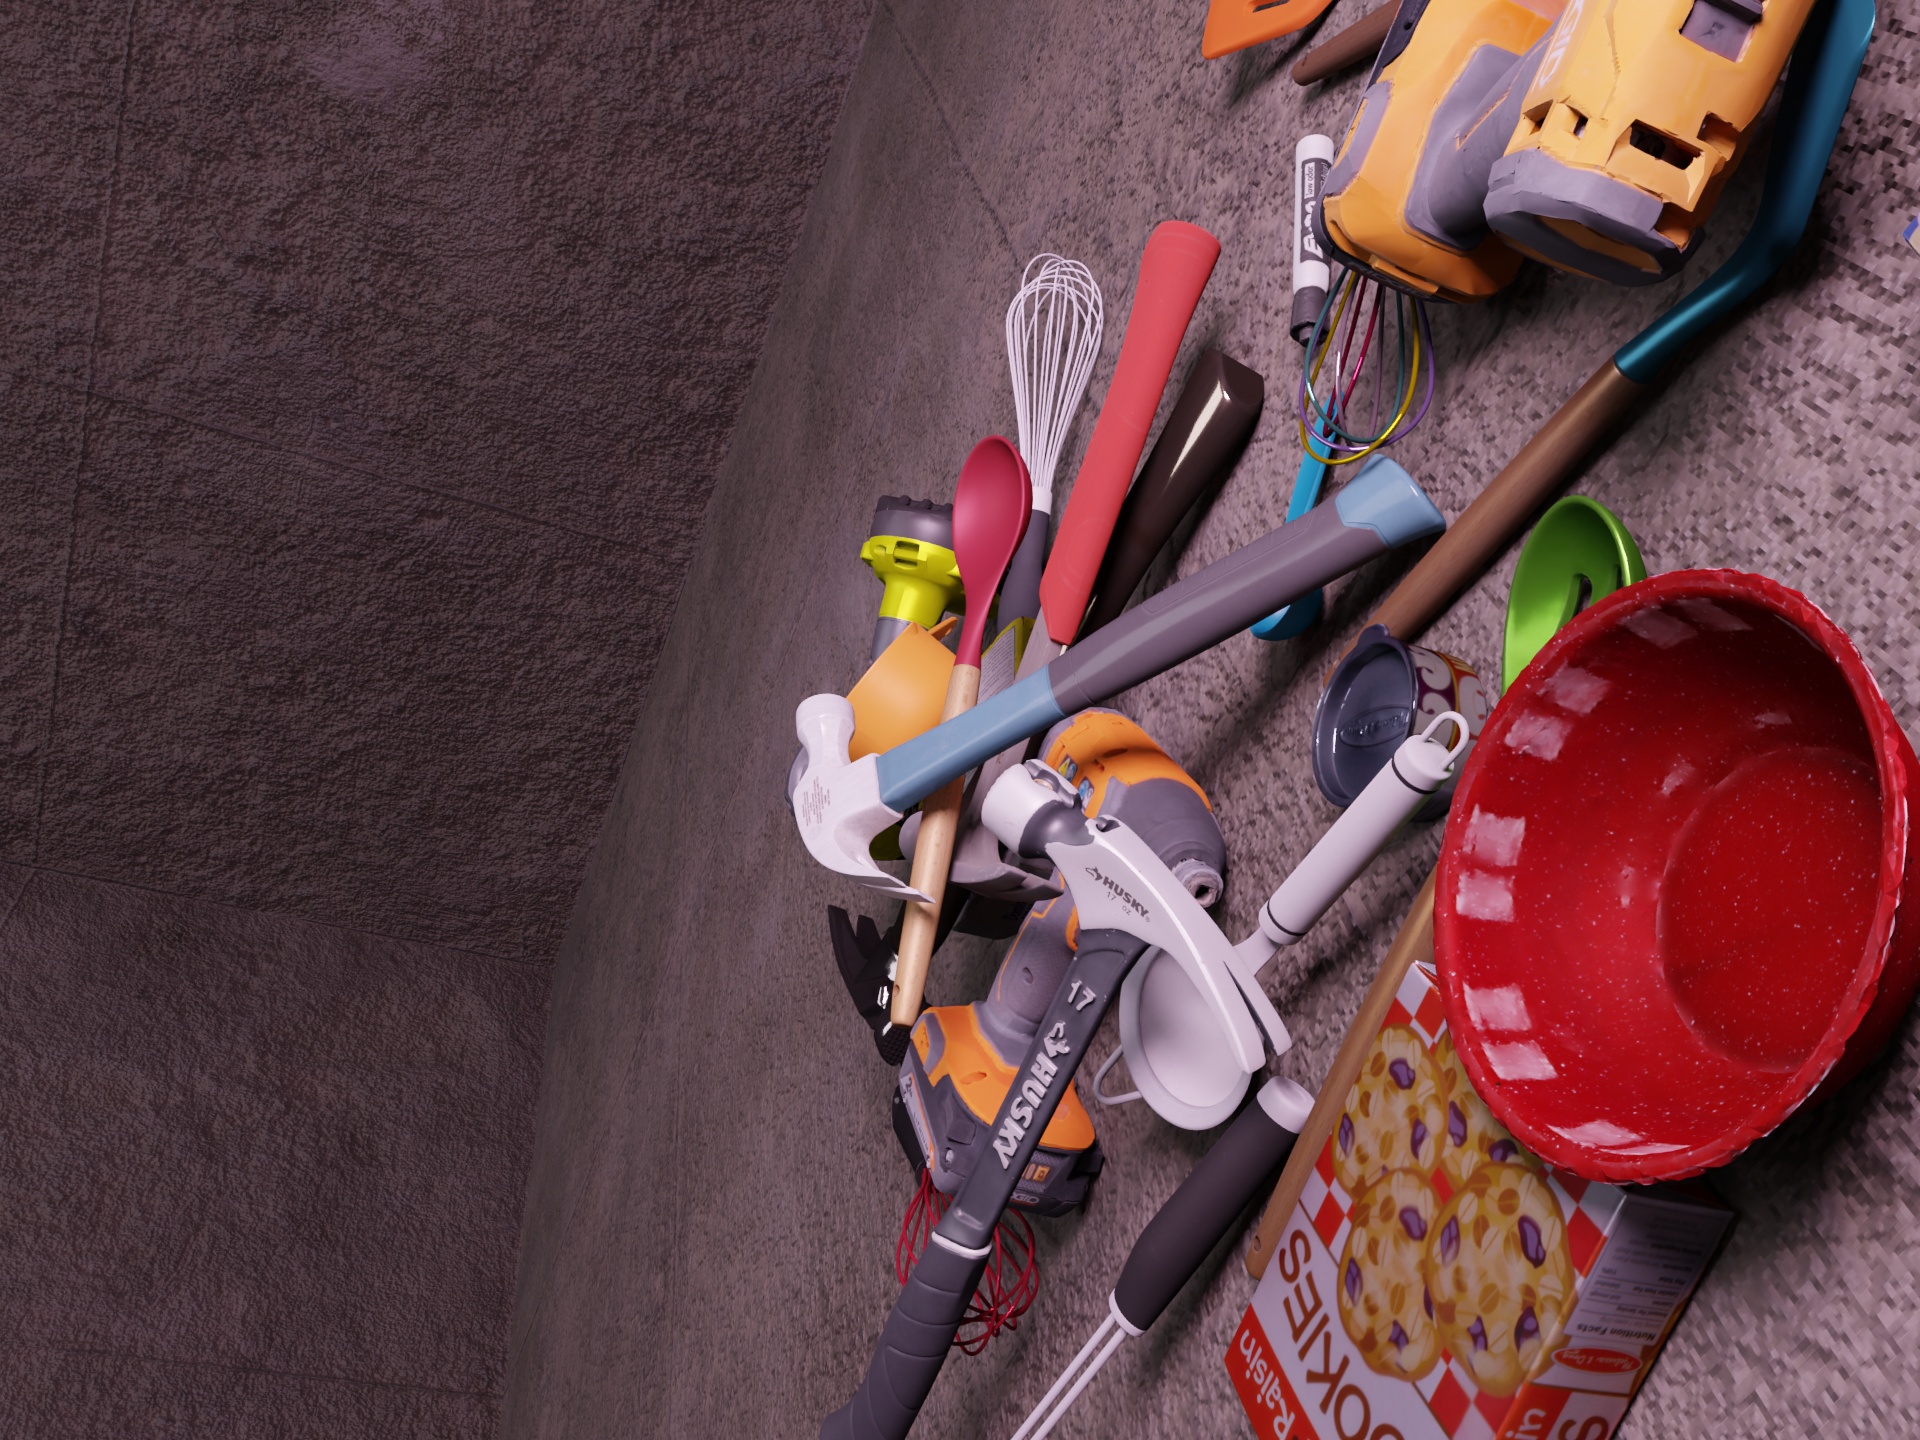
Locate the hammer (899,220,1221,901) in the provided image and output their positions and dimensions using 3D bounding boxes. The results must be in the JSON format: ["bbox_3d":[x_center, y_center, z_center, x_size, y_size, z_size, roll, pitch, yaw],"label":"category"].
[{"bbox_3d":[0.063,-0.085,0.799,0.149,0.036,0.359,3,71,68],"label":"hammer"}]

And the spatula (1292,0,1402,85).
[{"bbox_3d":[0.229,-0.329,0.687,0.316,0.018,0.060,-167,95,-71],"label":"spatula"}]

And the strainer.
[{"bbox_3d":[0.123,0.082,0.610,0.258,0.050,0.087,-62,39,45],"label":"strainer"}]

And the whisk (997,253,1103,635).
[{"bbox_3d":[0.053,-0.173,1.045,0.070,0.070,0.285,157,121,-68],"label":"whisk"}]

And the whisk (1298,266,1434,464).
[{"bbox_3d":[0.177,-0.208,0.683,0.047,0.051,0.245,127,160,-60],"label":"whisk"}]

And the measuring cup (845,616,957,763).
[{"bbox_3d":[-0.018,-0.018,0.915,0.095,0.052,0.174,-52,-4,28],"label":"measuring cup"}]

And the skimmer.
[{"bbox_3d":[0.062,0.299,0.680,0.363,0.090,0.127,-58,28,18],"label":"skimmer"}]

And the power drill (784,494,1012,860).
[{"bbox_3d":[-0.032,-0.017,1.065,0.190,0.080,0.228,41,-116,-68],"label":"power drill"}]

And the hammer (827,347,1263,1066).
[{"bbox_3d":[0.042,-0.014,0.873,0.410,0.038,0.146,-61,26,13],"label":"hammer"}]

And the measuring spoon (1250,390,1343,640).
[{"bbox_3d":[0.161,-0.092,0.719,0.042,0.021,0.129,-28,40,68],"label":"measuring spoon"}]

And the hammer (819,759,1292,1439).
[{"bbox_3d":[0.011,0.220,0.702,0.149,0.036,0.408,40,125,29],"label":"hammer"}]

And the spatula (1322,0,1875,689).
[{"bbox_3d":[0.204,-0.108,0.546,0.317,0.044,0.082,122,170,-47],"label":"spatula"}]

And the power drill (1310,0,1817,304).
[{"bbox_3d":[0.204,-0.230,0.517,0.226,0.084,0.185,-107,40,-79],"label":"power drill"}]

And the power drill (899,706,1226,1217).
[{"bbox_3d":[0.054,0.120,0.767,0.226,0.084,0.164,-67,19,12],"label":"power drill"}]

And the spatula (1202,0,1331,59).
[{"bbox_3d":[0.210,-0.390,0.757,0.323,0.041,0.081,-159,85,-71],"label":"spatula"}]

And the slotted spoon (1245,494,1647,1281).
[{"bbox_3d":[0.163,0.073,0.556,0.070,0.031,0.313,-114,40,-63],"label":"slotted spoon"}]

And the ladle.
[{"bbox_3d":[-0.001,-0.003,0.787,0.069,0.031,0.316,-28,45,54],"label":"ladle"}]

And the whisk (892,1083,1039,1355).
[{"bbox_3d":[-0.012,0.264,0.894,0.296,0.073,0.073,-141,66,-77],"label":"whisk"}]

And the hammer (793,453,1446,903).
[{"bbox_3d":[0.055,-0.021,0.701,0.331,0.033,0.128,-29,48,27],"label":"hammer"}]
